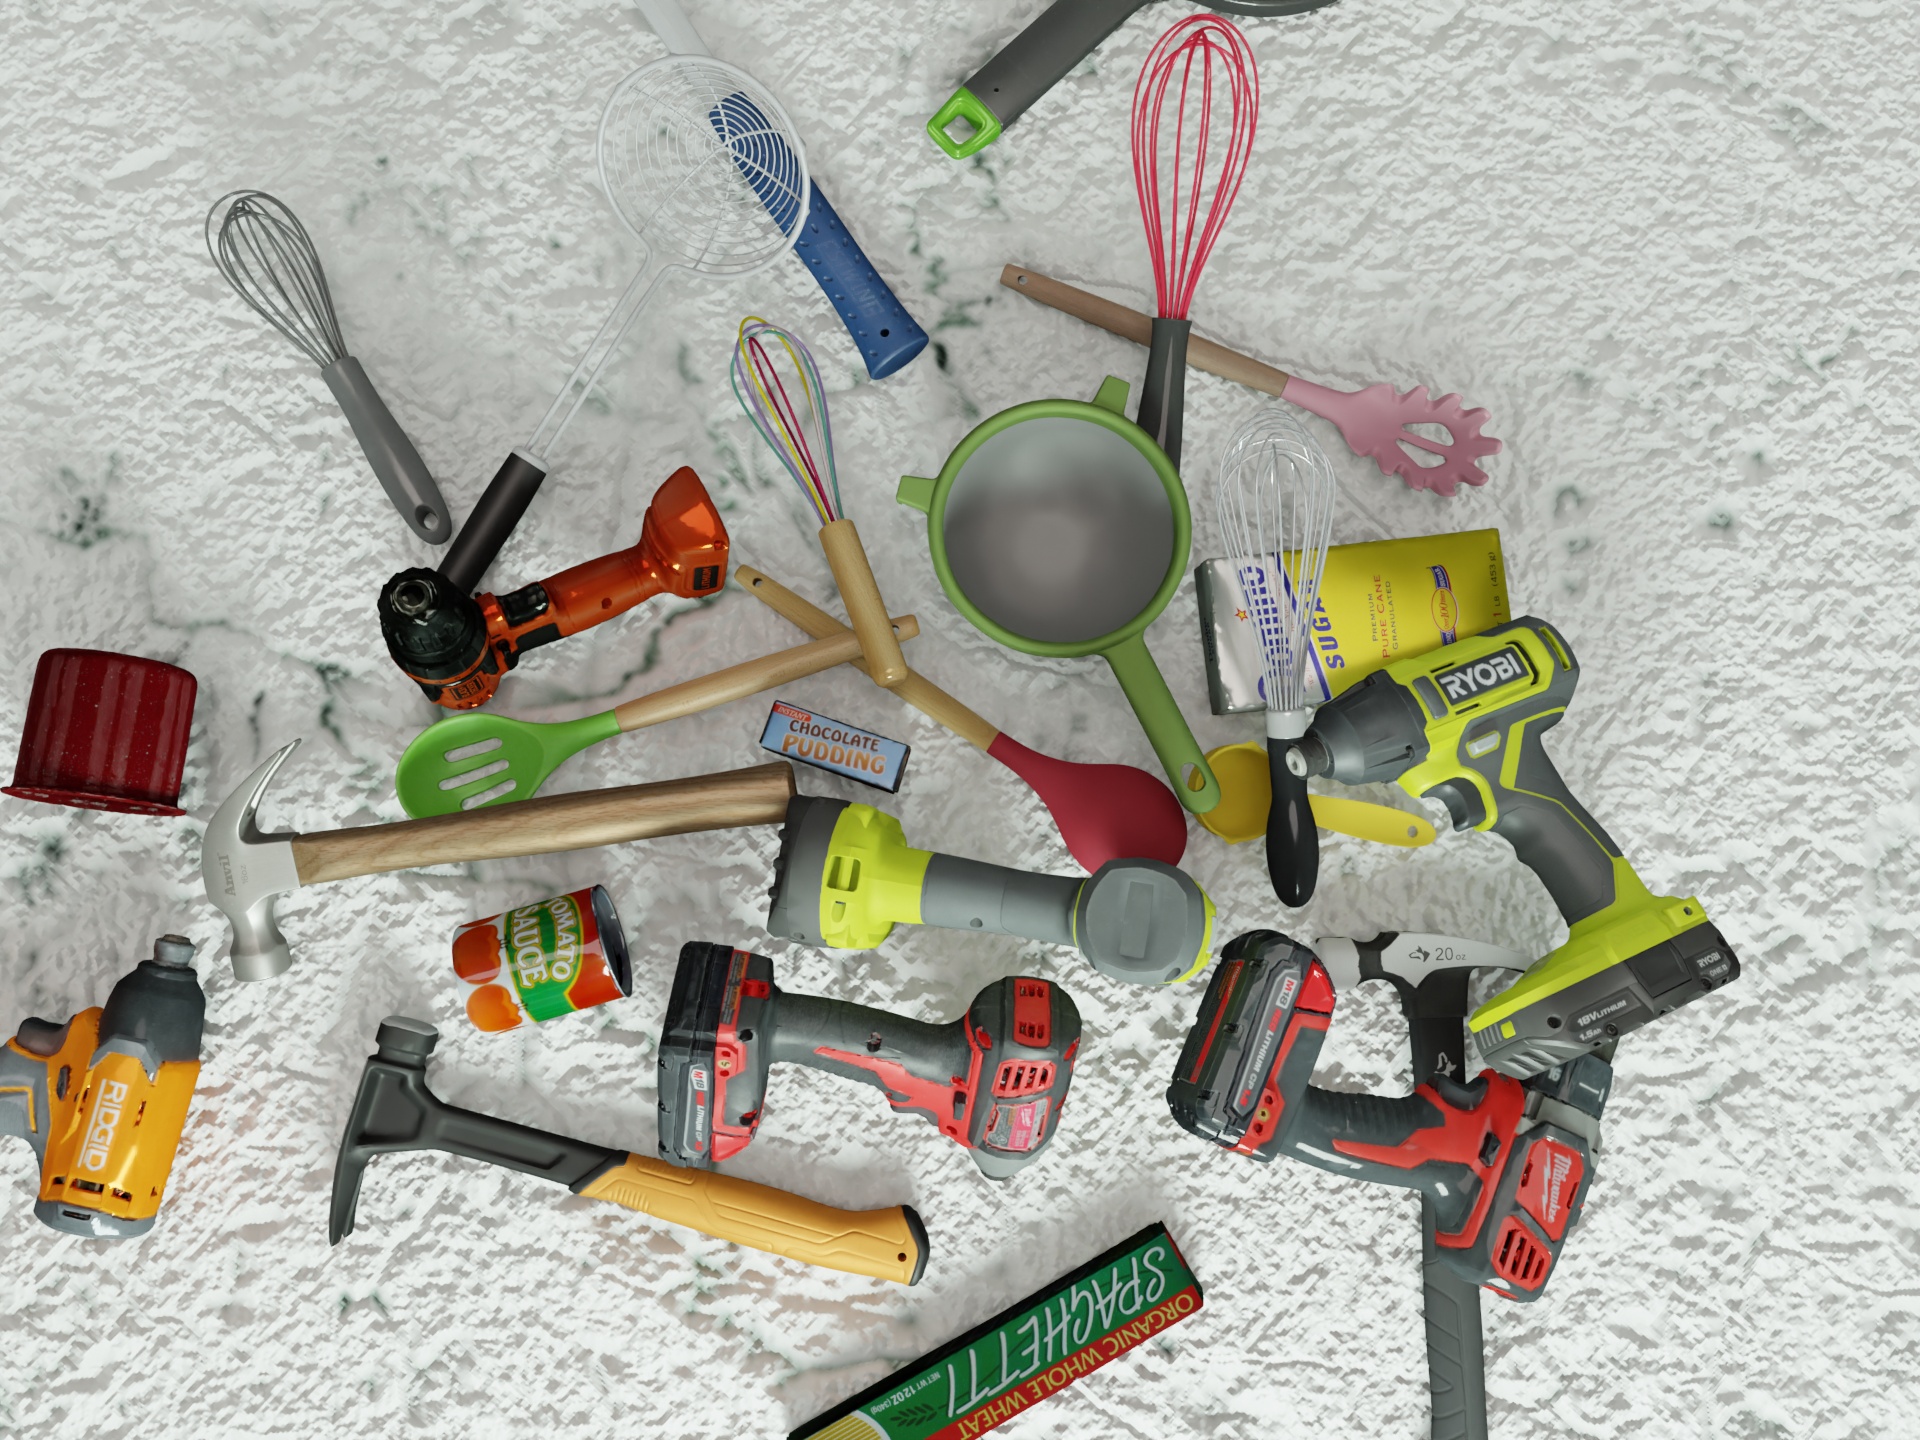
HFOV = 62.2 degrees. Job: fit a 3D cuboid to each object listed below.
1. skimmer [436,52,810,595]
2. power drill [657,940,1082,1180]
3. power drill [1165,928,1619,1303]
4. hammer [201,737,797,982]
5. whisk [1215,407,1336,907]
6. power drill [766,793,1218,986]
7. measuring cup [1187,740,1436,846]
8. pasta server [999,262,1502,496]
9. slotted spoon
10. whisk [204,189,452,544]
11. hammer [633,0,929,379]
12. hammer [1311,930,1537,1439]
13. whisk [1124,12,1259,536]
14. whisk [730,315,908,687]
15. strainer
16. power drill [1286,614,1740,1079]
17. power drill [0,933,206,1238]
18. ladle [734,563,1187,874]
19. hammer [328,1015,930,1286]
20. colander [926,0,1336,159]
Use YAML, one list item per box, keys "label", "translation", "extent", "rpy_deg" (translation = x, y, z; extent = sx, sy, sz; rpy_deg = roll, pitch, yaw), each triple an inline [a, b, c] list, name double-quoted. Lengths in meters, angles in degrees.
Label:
- label: "skimmer"
  translation: [-0.216, -0.202, 0.906]
  extent: [0.127, 0.090, 0.363]
  rpy_deg: [32, 90, -10]
- label: "power drill"
  translation: [-0.050, 0.196, 0.873]
  extent: [0.219, 0.143, 0.079]
  rpy_deg: [6, 40, -2]
- label: "power drill"
  translation: [0.248, 0.190, 0.872]
  extent: [0.226, 0.080, 0.188]
  rpy_deg: [25, 80, -2]
- label: "hammer"
  translation: [-0.257, 0.060, 0.896]
  extent: [0.331, 0.031, 0.130]
  rpy_deg: [-8, 103, -2]
- label: "whisk"
  translation: [0.181, -0.031, 0.893]
  extent: [0.070, 0.070, 0.284]
  rpy_deg: [-5, 101, -3]
- label: "power drill"
  translation: [0.027, 0.100, 0.868]
  extent: [0.228, 0.190, 0.080]
  rpy_deg: [8, 83, 13]
- label: "measuring cup"
  translation: [0.208, 0.053, 0.947]
  extent: [0.156, 0.029, 0.062]
  rpy_deg: [13, 89, -13]
- label: "pasta server"
  translation: [0.171, -0.213, 0.962]
  extent: [0.316, 0.040, 0.060]
  rpy_deg: [22, 99, 2]
- label: "slotted spoon"
  translation: [-0.173, -0.006, 0.925]
  extent: [0.314, 0.031, 0.070]
  rpy_deg: [-18, 87, -1]
- label: "whisk"
  translation: [-0.369, -0.206, 0.939]
  extent: [0.055, 0.055, 0.239]
  rpy_deg: [-31, 90, -5]
- label: "hammer"
  translation: [-0.144, -0.387, 0.969]
  extent: [0.144, 0.035, 0.405]
  rpy_deg: [-34, 86, -5]
- label: "hammer"
  translation: [0.286, 0.289, 0.917]
  extent: [0.146, 0.035, 0.335]
  rpy_deg: [-2, 84, -1]
- label: "whisk"
  translation: [0.125, -0.254, 0.927]
  extent: [0.073, 0.073, 0.295]
  rpy_deg: [5, 103, -2]
- label: "whisk"
  translation: [-0.083, -0.131, 0.924]
  extent: [0.051, 0.047, 0.245]
  rpy_deg: [-22, 75, 2]
- label: "strainer"
  translation: [0.080, -0.060, 0.928]
  extent: [0.151, 0.069, 0.256]
  rpy_deg: [-27, 87, -6]
- label: "power drill"
  translation: [0.288, 0.066, 0.846]
  extent: [0.171, 0.080, 0.223]
  rpy_deg: [-20, 70, -17]
- label: "power drill"
  translation: [-0.537, 0.179, 0.878]
  extent: [0.226, 0.084, 0.164]
  rpy_deg: [15, 83, -5]
- label: "ladle"
  translation: [-0.001, -0.003, 0.941]
  extent: [0.315, 0.031, 0.069]
  rpy_deg: [33, 85, 3]
- label: "hammer"
  translation: [-0.183, 0.271, 0.902]
  extent: [0.337, 0.034, 0.127]
  rpy_deg: [15, 83, -1]
- label: "colander"
  translation: [0.132, -0.491, 0.959]
  extent: [0.397, 0.094, 0.204]
  rpy_deg: [-44, 87, -6]
